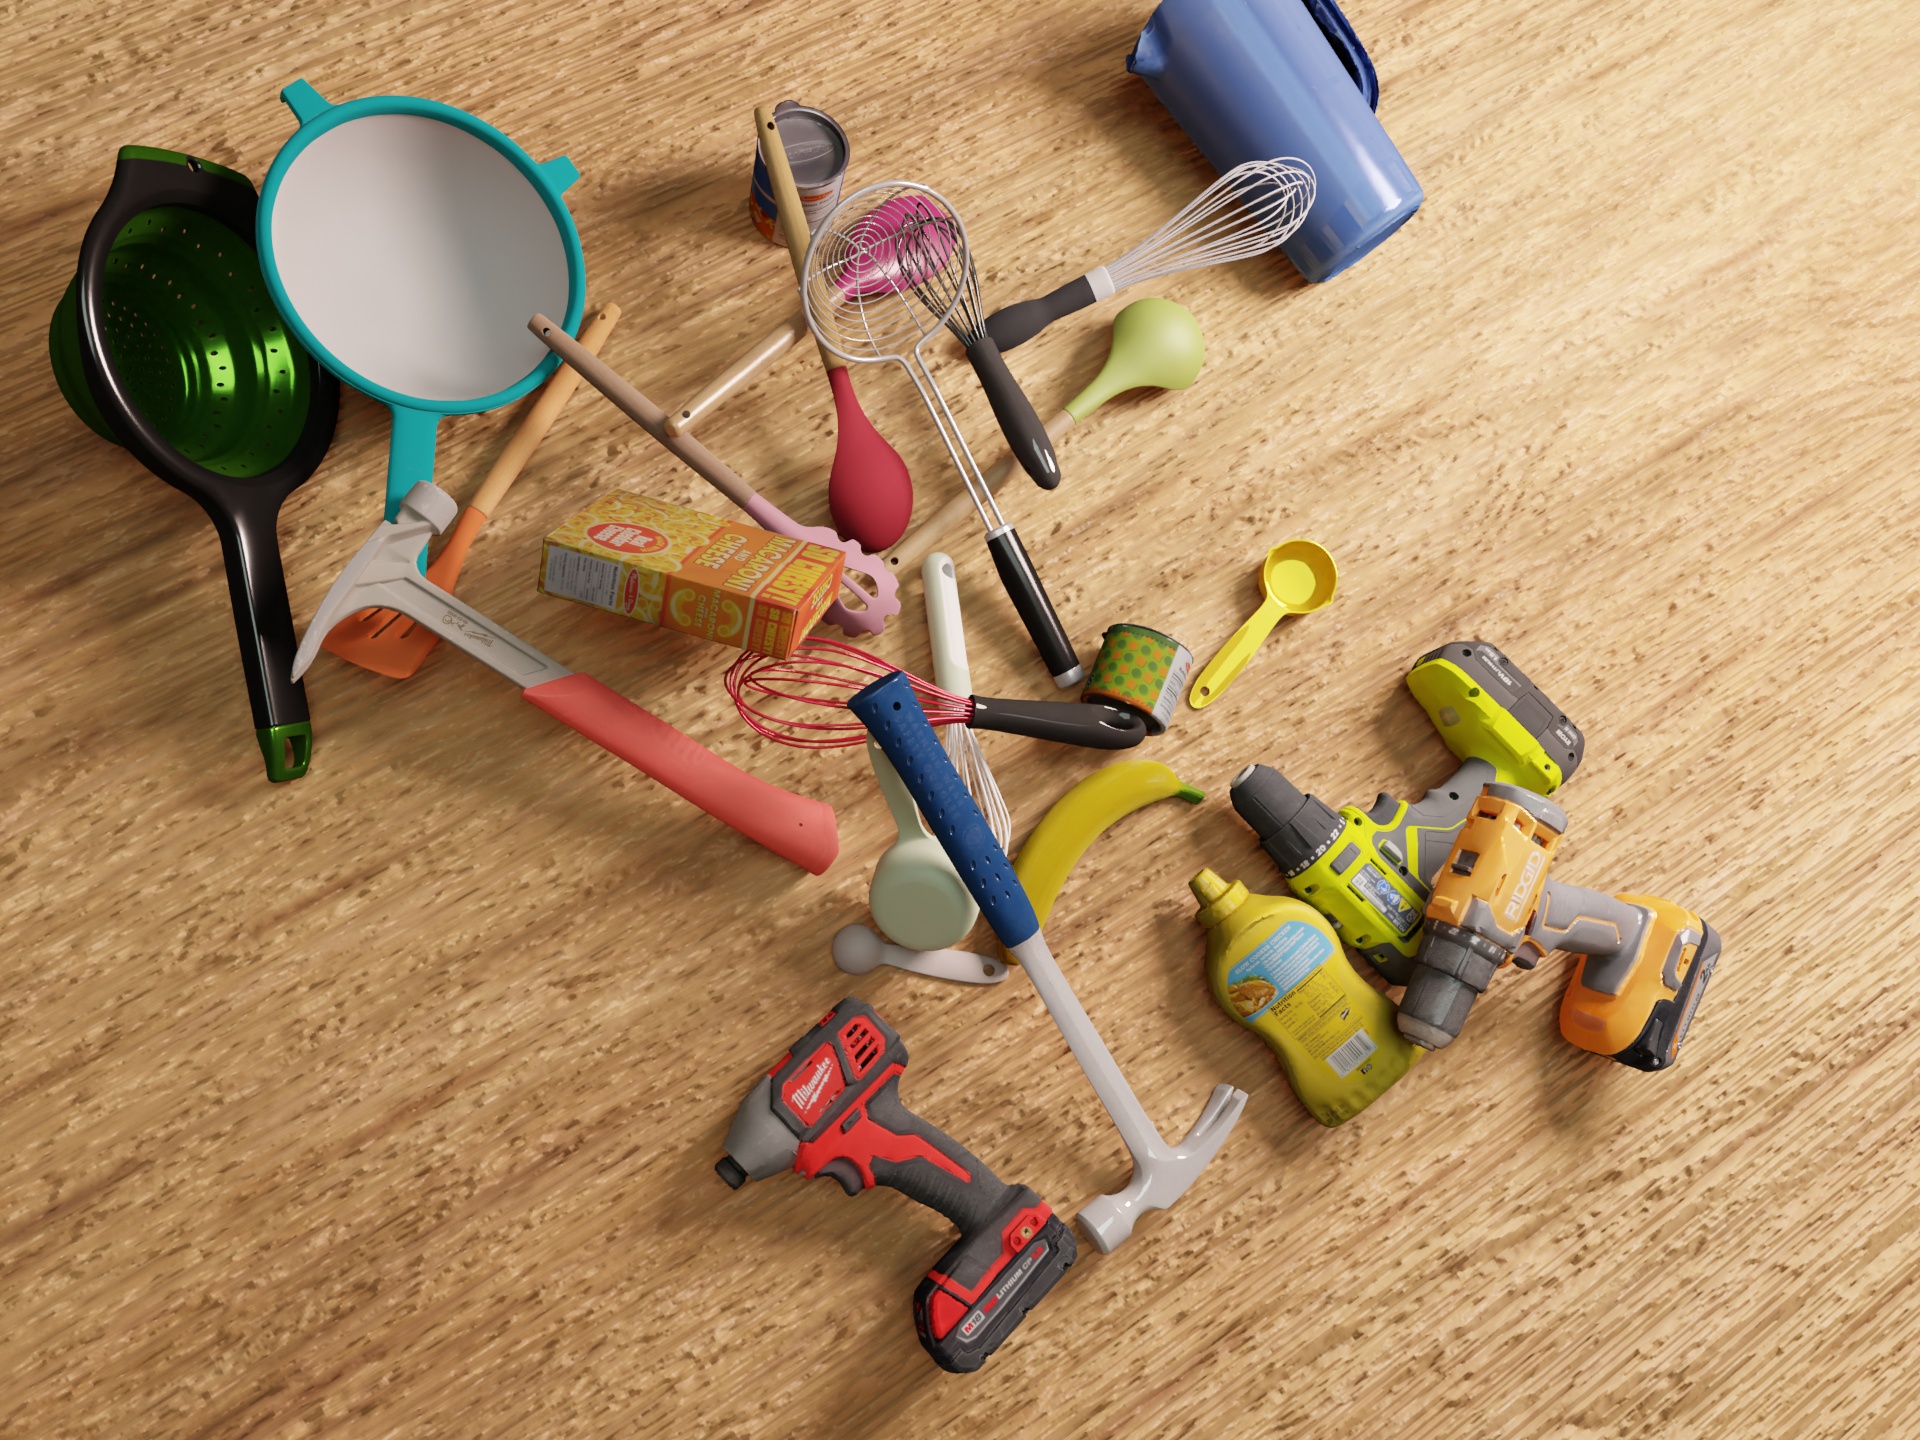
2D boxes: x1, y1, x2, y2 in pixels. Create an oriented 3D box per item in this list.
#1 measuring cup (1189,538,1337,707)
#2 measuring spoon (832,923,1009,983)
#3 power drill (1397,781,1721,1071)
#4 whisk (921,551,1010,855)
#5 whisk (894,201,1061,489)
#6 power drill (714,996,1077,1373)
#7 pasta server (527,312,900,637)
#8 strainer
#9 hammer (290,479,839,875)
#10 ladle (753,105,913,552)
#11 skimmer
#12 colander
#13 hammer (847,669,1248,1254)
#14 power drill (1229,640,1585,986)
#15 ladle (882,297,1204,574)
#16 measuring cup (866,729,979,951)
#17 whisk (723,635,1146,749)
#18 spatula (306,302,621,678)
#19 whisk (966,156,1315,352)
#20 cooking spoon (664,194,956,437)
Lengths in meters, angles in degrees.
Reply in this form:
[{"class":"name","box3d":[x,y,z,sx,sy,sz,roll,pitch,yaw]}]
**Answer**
[{"class":"measuring cup","box3d":[0.220,-0.069,1.192,0.062,0.029,0.156,41,84,0]},{"class":"measuring spoon","box3d":[-0.025,0.162,1.082,0.124,0.018,0.034,10,75,-10]},{"class":"power drill","box3d":[0.407,0.169,1.101,0.226,0.084,0.185,30,82,-25]},{"class":"whisk","box3d":[-0.002,-0.004,1.114,0.057,0.059,0.246,12,65,-49]},{"class":"whisk","box3d":[0.015,-0.271,1.152,0.055,0.055,0.239,-23,79,-16]},{"class":"power drill","box3d":[-0.045,0.301,1.017,0.143,0.078,0.220,-43,85,-18]},{"class":"pasta server","box3d":[-0.167,-0.168,1.093,0.316,0.040,0.060,40,87,-9]},{"class":"strainer","box3d":[-0.372,-0.237,1.067,0.211,0.095,0.340,6,83,-33]},{"class":"hammer","box3d":[-0.237,0.004,1.028,0.359,0.037,0.149,34,71,-15]},{"class":"ladle","box3d":[-0.094,-0.273,1.118,0.069,0.031,0.315,-21,99,-30]},{"class":"skimmer","box3d":[0.007,-0.187,1.097,0.127,0.090,0.363,-28,97,-13]},{"class":"colander","box3d":[-0.492,-0.153,1.022,0.094,0.204,0.397,-7,94,21]},{"class":"hammer","box3d":[0.050,0.146,1.036,0.144,0.035,0.405,-34,103,-19]},{"class":"power drill","box3d":[0.322,0.051,1.153,0.190,0.080,0.228,45,75,0]},{"class":"ladle","box3d":[0.059,-0.206,1.184,0.320,0.062,0.078,-41,89,-11]},{"class":"measuring cup","box3d":[-0.036,0.081,1.040,0.083,0.038,0.167,-9,119,16]},{"class":"whisk","box3d":[-0.012,-0.007,1.063,0.295,0.073,0.073,7,75,-17]},{"class":"spatula","box3d":[-0.321,-0.166,1.088,0.081,0.041,0.323,23,71,12]},{"class":"whisk","box3d":[0.133,-0.339,1.185,0.284,0.070,0.070,-25,82,6]},{"class":"cooking spoon","box3d":[-0.104,-0.293,1.142,0.069,0.017,0.319,42,58,-1]}]
